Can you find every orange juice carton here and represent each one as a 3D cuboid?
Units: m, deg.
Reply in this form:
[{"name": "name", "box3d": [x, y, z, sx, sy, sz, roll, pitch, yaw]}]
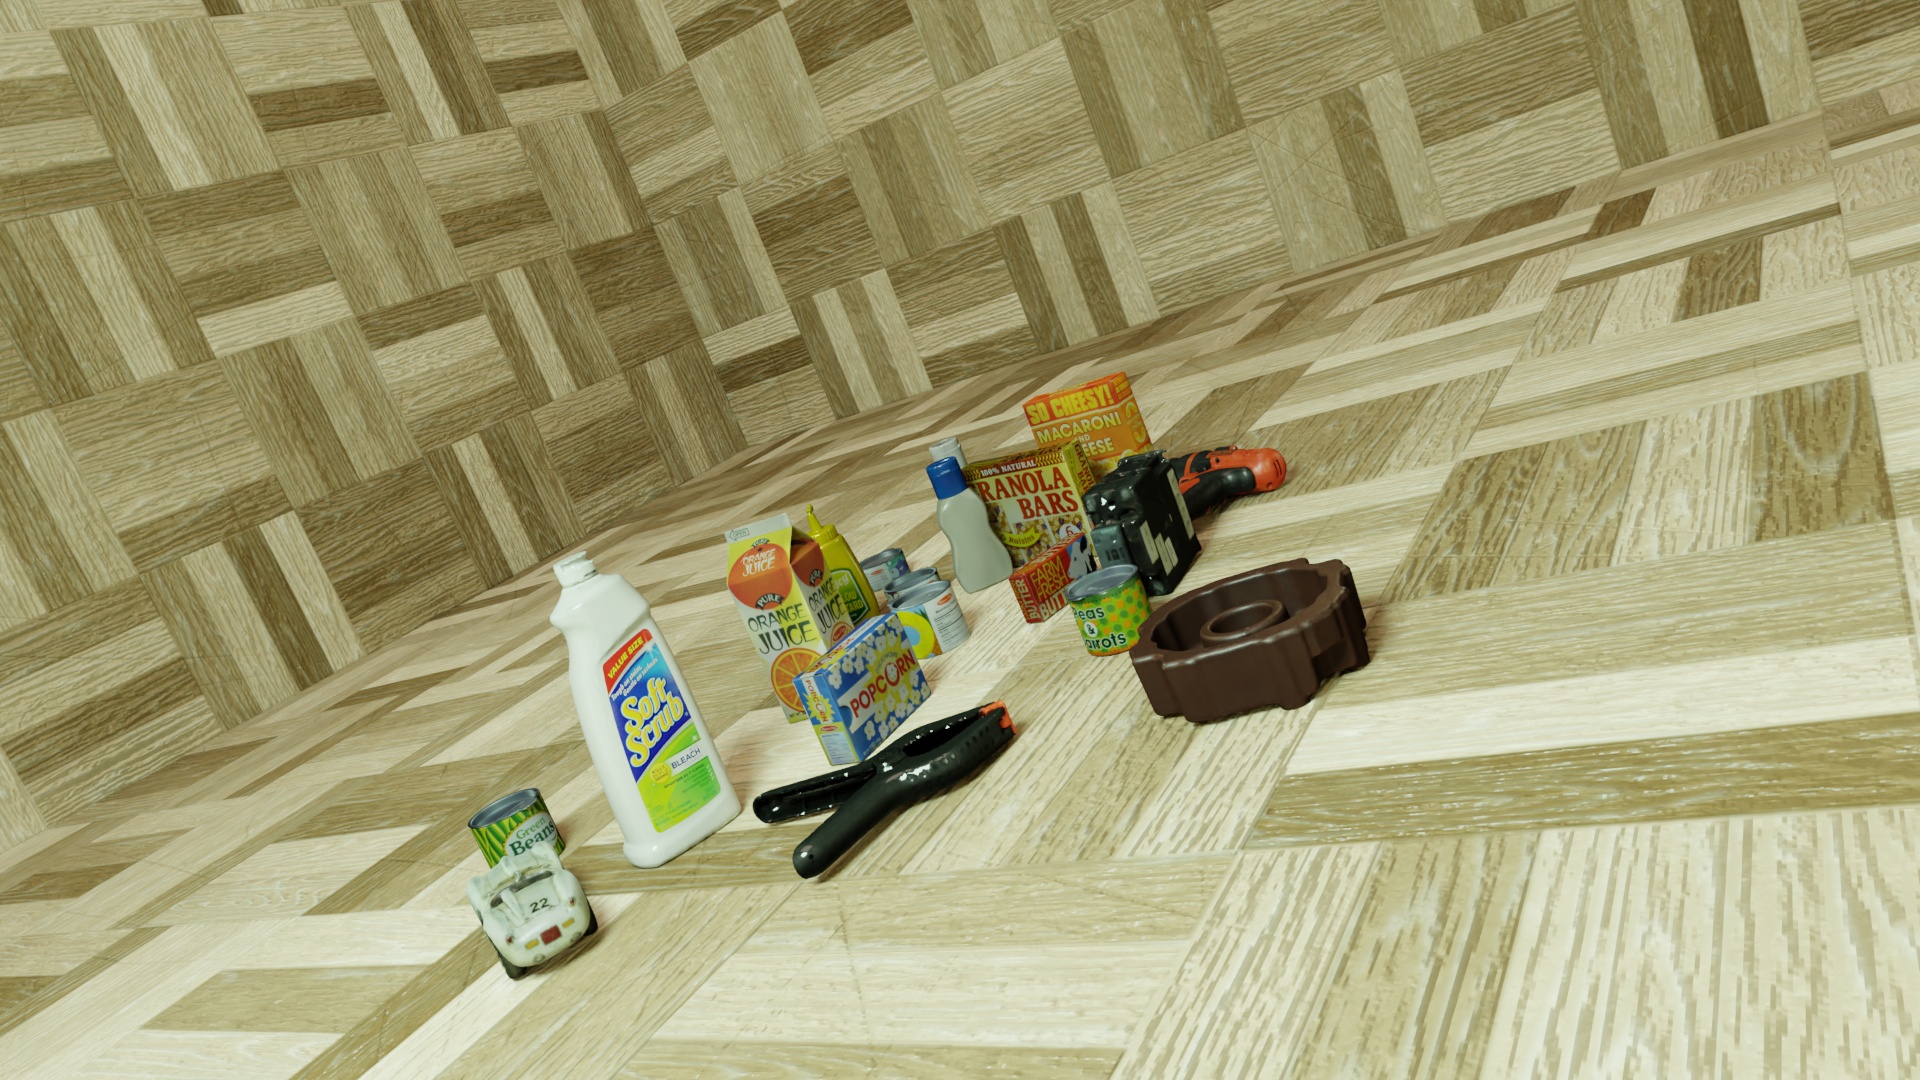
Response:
[{"name": "orange juice carton", "box3d": [-0.159, 0.069, 1.335, 0.071, 0.192, 0.073, -17, 13, 21]}]

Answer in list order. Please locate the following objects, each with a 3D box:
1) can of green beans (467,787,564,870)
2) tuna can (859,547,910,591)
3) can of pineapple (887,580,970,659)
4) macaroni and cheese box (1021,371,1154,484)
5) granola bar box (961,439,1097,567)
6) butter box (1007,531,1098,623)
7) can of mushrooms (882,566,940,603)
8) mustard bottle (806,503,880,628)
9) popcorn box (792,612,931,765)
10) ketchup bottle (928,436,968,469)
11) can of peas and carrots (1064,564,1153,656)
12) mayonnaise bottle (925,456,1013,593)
[{"name": "can of green beans", "box3d": [-0.393, 0.261, 1.232, 0.071, 0.057, 0.071, -21, 12, 5]}, {"name": "tuna can", "box3d": [-0.097, 0.037, 1.743, 0.071, 0.032, 0.071, -21, 12, 5]}, {"name": "can of pineapple", "box3d": [-0.031, 0.079, 1.389, 0.071, 0.057, 0.071, -21, 12, 5]}, {"name": "macaroni and cheese box", "box3d": [0.155, -0.095, 1.562, 0.123, 0.166, 0.040, -12, 15, 38]}, {"name": "granola bar box", "box3d": [0.083, -0.037, 1.536, 0.165, 0.124, 0.039, -9, 17, 46]}, {"name": "butter box", "box3d": [0.094, 0.036, 1.369, 0.024, 0.053, 0.104, -9, 17, 47]}, {"name": "can of mushrooms", "box3d": [-0.053, 0.058, 1.575, 0.071, 0.033, 0.071, -21, 12, 5]}, {"name": "mustard bottle", "box3d": [-0.140, 0.035, 1.523, 0.065, 0.160, 0.049, -22, 12, -2]}, {"name": "popcorn box", "box3d": [-0.083, 0.127, 1.209, 0.038, 0.085, 0.127, -14, 14, 33]}, {"name": "ketchup bottle", "box3d": [0.007, -0.050, 1.661, 0.043, 0.148, 0.065, -19, 12, 13]}, {"name": "can of peas and carrots", "box3d": [0.129, 0.061, 1.192, 0.071, 0.058, 0.071, -21, 12, 5]}, {"name": "mayonnaise bottle", "box3d": [0.005, -0.019, 1.535, 0.065, 0.147, 0.041, -23, 12, -4]}]
